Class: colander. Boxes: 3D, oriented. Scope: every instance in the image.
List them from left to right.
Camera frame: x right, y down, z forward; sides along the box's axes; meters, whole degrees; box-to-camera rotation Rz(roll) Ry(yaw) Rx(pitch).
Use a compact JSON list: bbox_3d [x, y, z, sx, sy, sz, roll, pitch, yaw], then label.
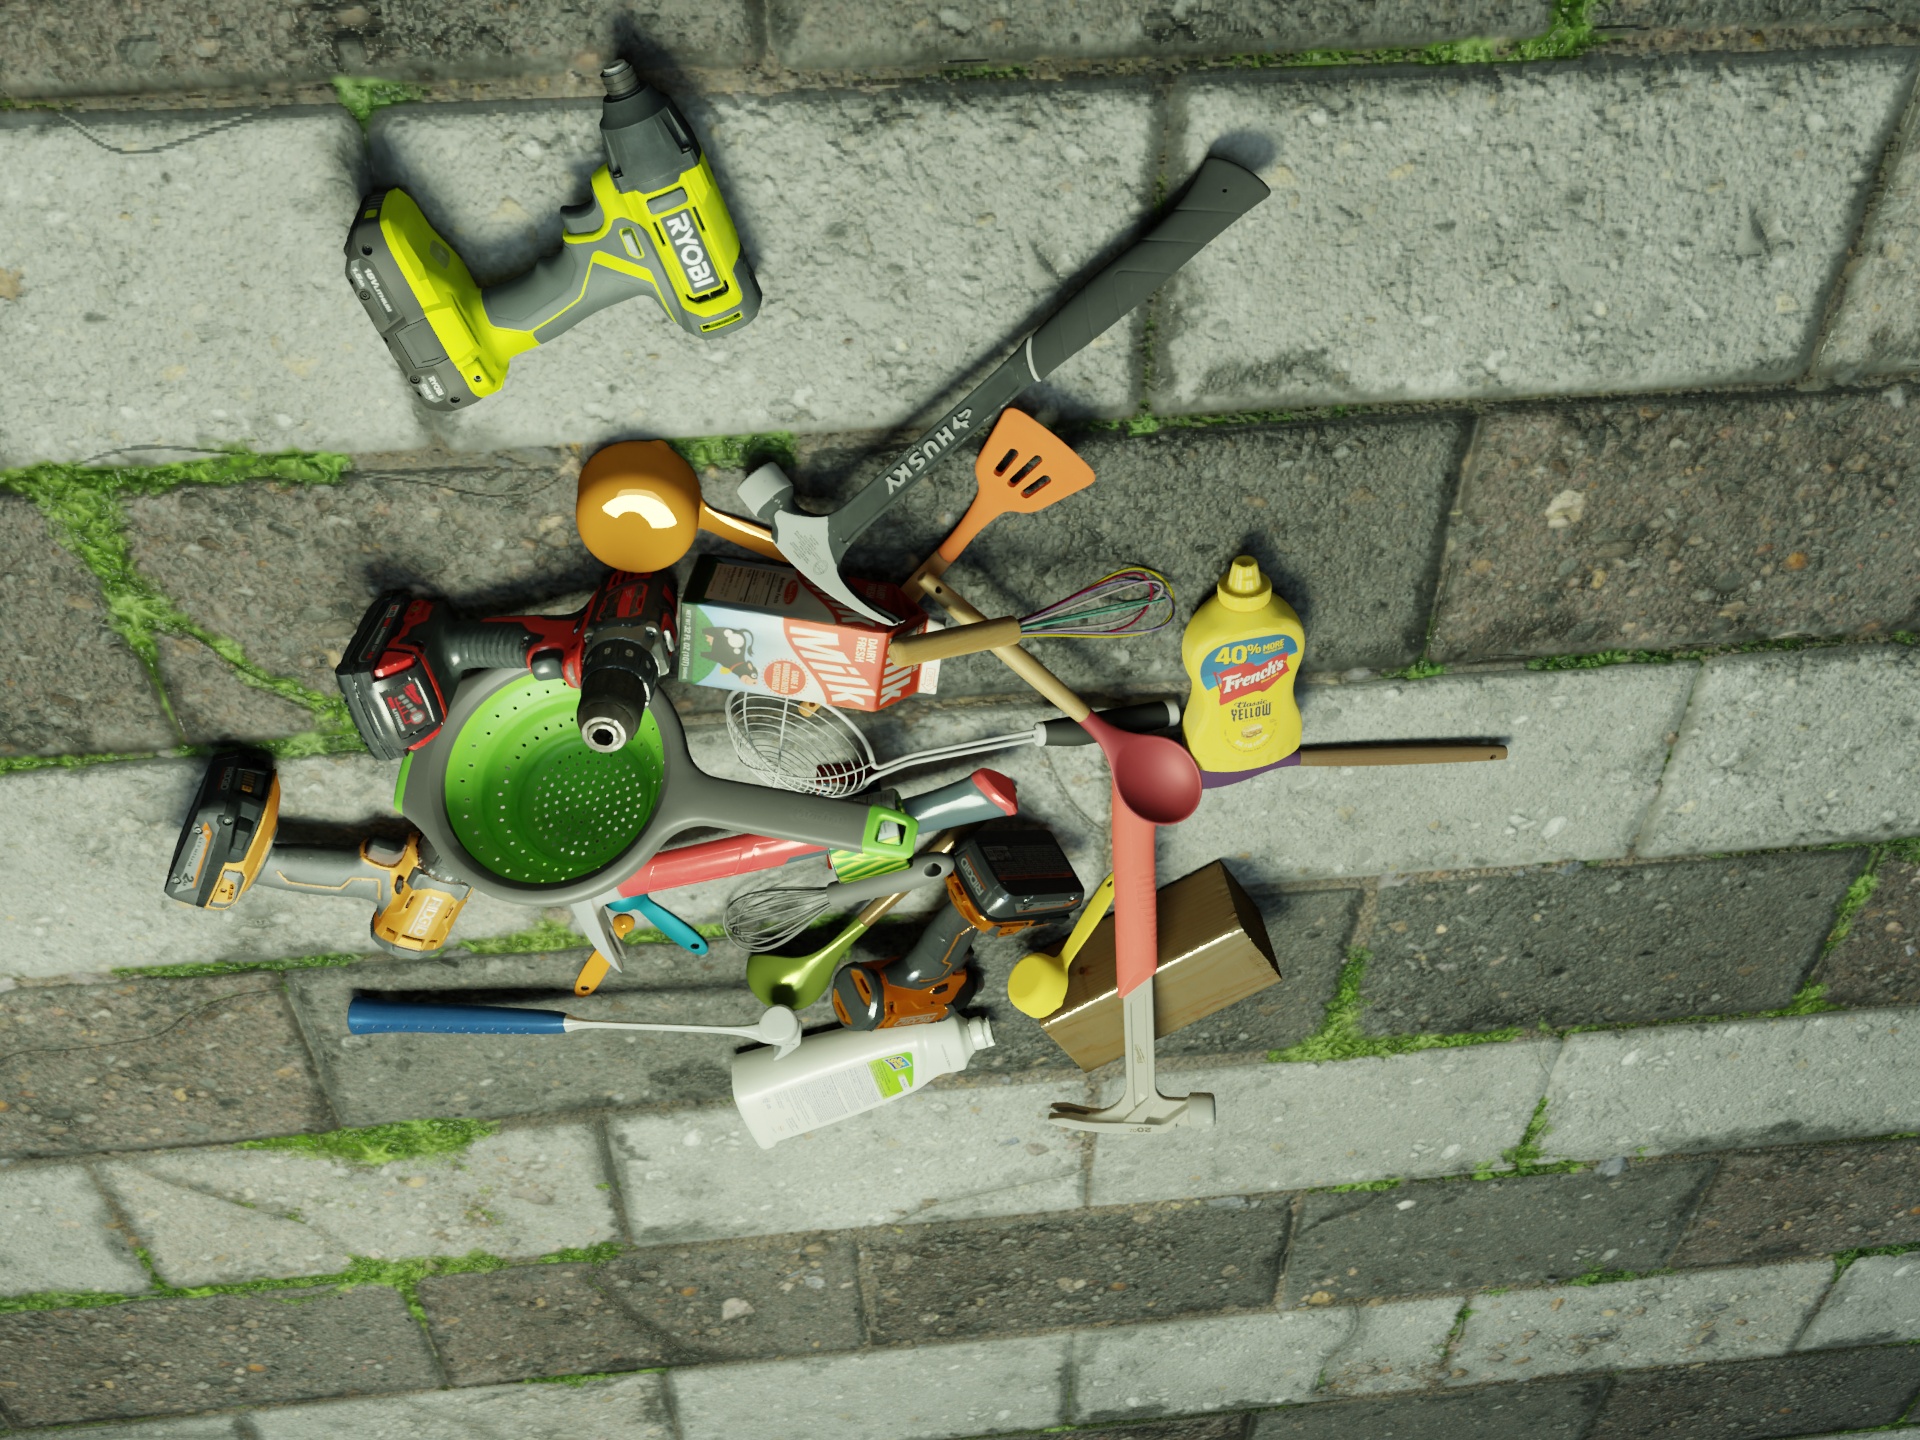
[{"bbox_3d":[-0.223,0.064,1.215,0.397,0.205,0.094,10,162,9],"label":"colander"}]

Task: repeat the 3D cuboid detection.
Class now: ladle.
[{"bbox_3d":[-0.070,0.153,1.412,0.320,0.062,0.078,-43,130,17],"label":"ladle"},{"bbox_3d":[0.079,-0.018,1.241,0.315,0.031,0.069,39,85,-28],"label":"ladle"}]

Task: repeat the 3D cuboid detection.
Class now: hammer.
[{"bbox_3d":[-0.346,0.278,1.447,0.405,0.035,0.144,2,162,0],"label":"hammer"},{"bbox_3d":[-0.139,0.115,1.329,0.386,0.038,0.143,-12,122,7],"label":"hammer"},{"bbox_3d":[0.038,-0.229,1.079,0.409,0.036,0.149,-38,89,17],"label":"hammer"},{"bbox_3d":[0.143,0.193,1.381,0.149,0.037,0.359,-1,106,10],"label":"hammer"}]

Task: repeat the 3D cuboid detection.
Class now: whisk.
[{"bbox_3d":[-0.106,0.152,1.364,0.239,0.055,0.055,-19,131,27],"label":"whisk"},{"bbox_3d":[0.057,-0.075,1.187,0.245,0.051,0.047,-13,109,-26],"label":"whisk"}]

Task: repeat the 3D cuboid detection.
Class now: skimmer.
[{"bbox_3d":[-0.002,-0.004,1.277,0.363,0.090,0.127,-9,150,-17],"label":"skimmer"}]

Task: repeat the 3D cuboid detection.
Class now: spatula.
[{"bbox_3d":[-0.028,-0.105,1.198,0.081,0.041,0.322,37,119,-13],"label":"spatula"},{"bbox_3d":[0.316,0.033,1.370,0.316,0.018,0.059,-2,129,-4],"label":"spatula"}]

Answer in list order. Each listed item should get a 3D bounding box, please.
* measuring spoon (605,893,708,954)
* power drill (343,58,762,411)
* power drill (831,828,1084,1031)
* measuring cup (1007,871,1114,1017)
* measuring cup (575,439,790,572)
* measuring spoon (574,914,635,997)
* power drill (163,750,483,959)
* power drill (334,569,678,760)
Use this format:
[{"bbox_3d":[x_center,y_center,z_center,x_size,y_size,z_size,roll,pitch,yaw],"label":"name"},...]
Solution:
[{"bbox_3d":[-0.269,0.179,1.411,0.042,0.021,0.128,-34,125,17],"label":"measuring spoon"},{"bbox_3d":[-0.256,-0.296,0.991,0.223,0.080,0.171,-19,130,4],"label":"power drill"},{"bbox_3d":[0.006,0.192,1.411,0.164,0.084,0.226,3,137,-46],"label":"power drill"},{"bbox_3d":[0.094,0.197,1.440,0.029,0.062,0.156,29,96,-34],"label":"measuring cup"},{"bbox_3d":[-0.192,-0.135,1.143,0.173,0.052,0.095,20,124,-19],"label":"measuring cup"},{"bbox_3d":[-0.325,0.217,1.443,0.021,0.011,0.117,21,124,-23],"label":"measuring spoon"},{"bbox_3d":[-0.496,0.098,1.282,0.226,0.084,0.185,20,124,-27],"label":"power drill"},{"bbox_3d":[-0.316,-0.033,1.129,0.226,0.188,0.080,-8,126,4],"label":"power drill"}]
